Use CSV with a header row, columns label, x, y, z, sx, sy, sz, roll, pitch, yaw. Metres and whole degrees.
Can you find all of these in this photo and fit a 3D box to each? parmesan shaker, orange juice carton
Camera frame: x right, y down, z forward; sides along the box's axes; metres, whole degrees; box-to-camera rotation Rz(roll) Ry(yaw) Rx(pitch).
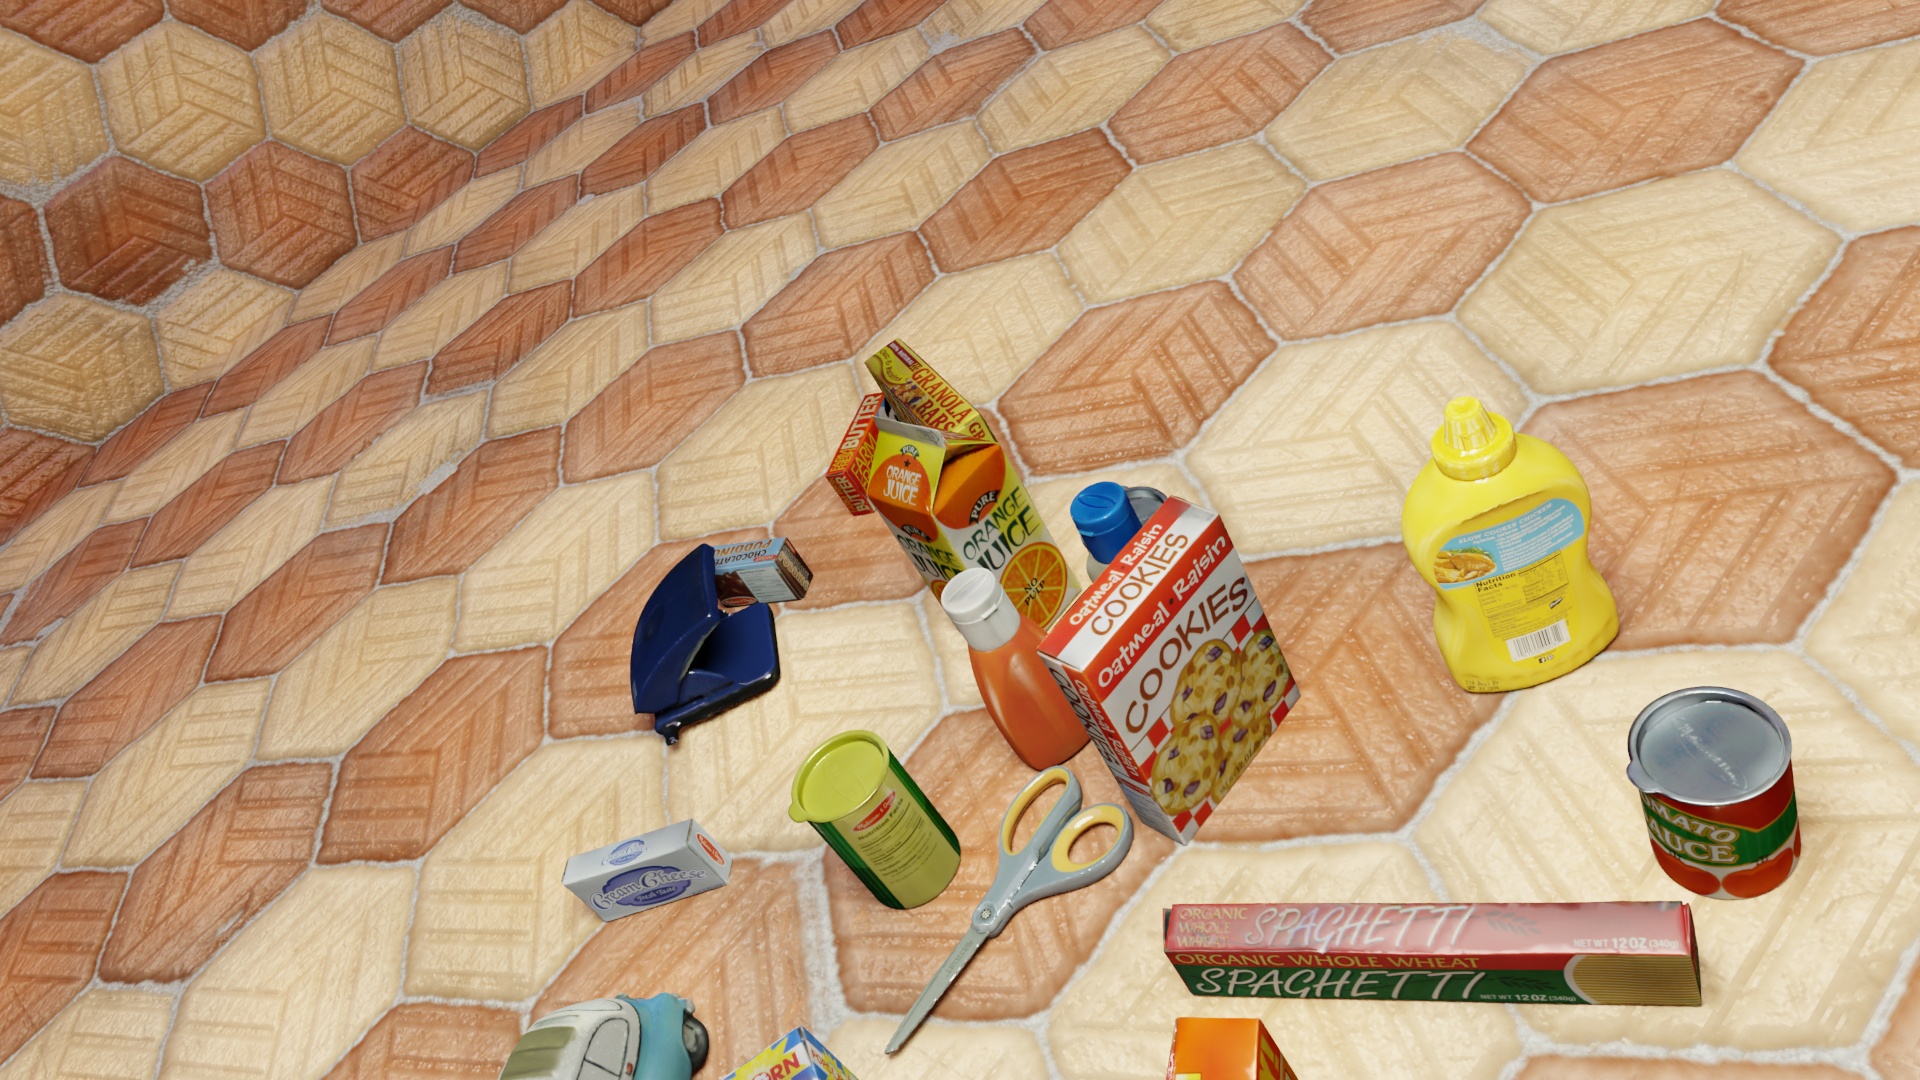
label,x,y,z,sx,sy,sz,roll,pitch,yaw
parmesan shaker,-0.053,0.176,0.862,0.071,0.102,0.072,-19,39,16
orange juice carton,0.003,-0.012,0.962,0.072,0.192,0.073,19,60,46

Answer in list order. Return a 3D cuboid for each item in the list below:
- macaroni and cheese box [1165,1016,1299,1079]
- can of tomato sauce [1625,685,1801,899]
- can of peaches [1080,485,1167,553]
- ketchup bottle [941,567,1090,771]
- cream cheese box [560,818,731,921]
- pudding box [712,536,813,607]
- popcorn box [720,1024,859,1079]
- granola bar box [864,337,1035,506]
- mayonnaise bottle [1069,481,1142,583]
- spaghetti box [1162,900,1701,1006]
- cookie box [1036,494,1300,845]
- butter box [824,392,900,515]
label,x,y,z,sx,sy,sz,roll,pitch,yaw
macaroni and cheese box,0.123,0.288,0.559,0.040,0.165,0.124,-10,42,26
can of tomato sauce,0.355,0.121,0.656,0.071,0.082,0.071,-19,39,16
can of peaches,0.125,0.004,0.971,0.071,0.058,0.071,-19,39,16
ketchup bottle,0.036,0.079,0.872,0.065,0.148,0.043,-40,37,-11
cream cheese box,-0.216,0.228,0.957,0.103,0.053,0.024,-20,38,15
pudding box,-0.172,0.027,1.159,0.083,0.049,0.030,-8,43,29
popcorn box,-0.113,0.328,0.745,0.127,0.085,0.038,-34,37,-3
granola bar box,-0.006,-0.078,1.100,0.039,0.123,0.166,-35,37,-5
mayonnaise bottle,0.114,0.026,0.879,0.065,0.147,0.041,13,56,44
spaghetti box,0.223,0.202,0.683,0.250,0.050,0.029,-8,43,28
cookie box,0.124,0.076,0.798,0.123,0.166,0.040,-47,39,-19
butter box,-0.079,-0.076,1.208,0.024,0.053,0.104,-6,44,31
